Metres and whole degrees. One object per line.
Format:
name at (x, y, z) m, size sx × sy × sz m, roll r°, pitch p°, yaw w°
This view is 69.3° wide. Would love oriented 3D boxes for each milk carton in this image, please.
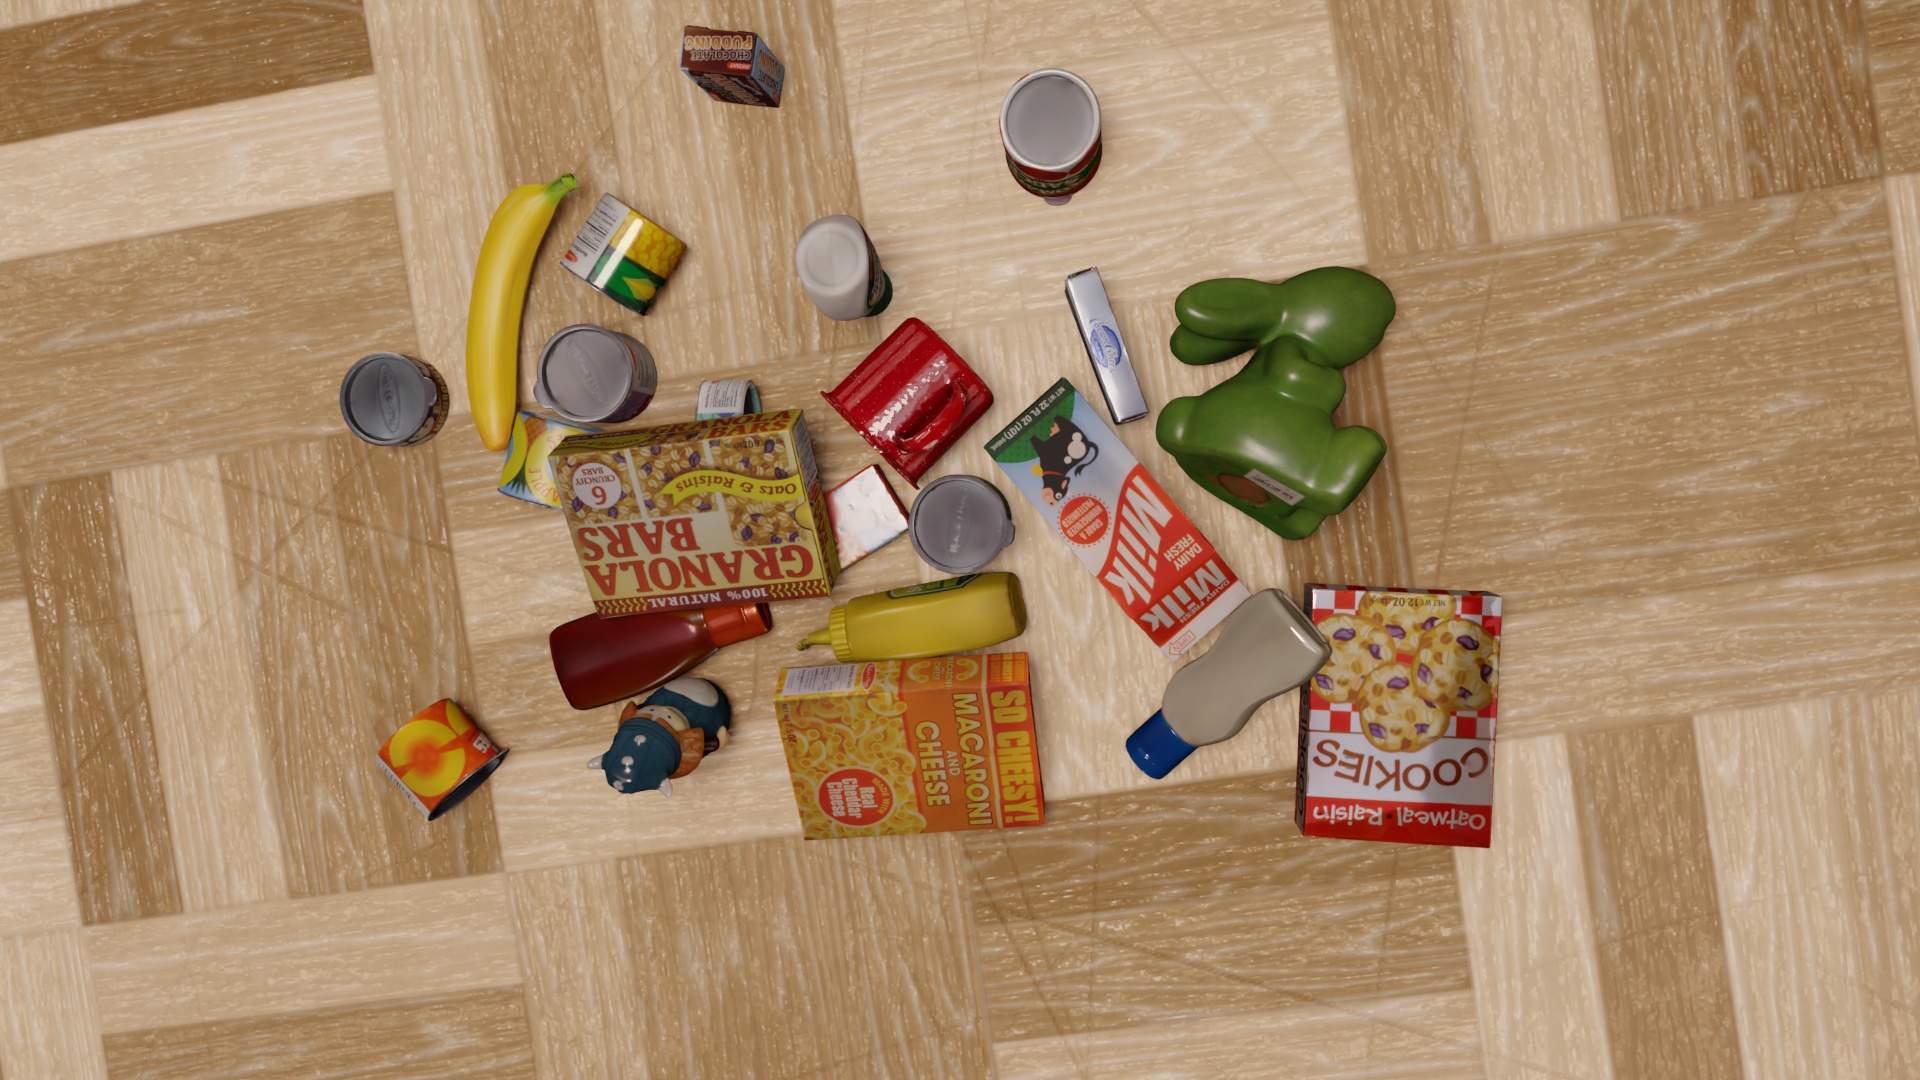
milk carton at (0.105, -0.013, 0.923) m, size 0.072 × 0.073 × 0.190 m, roll -42°, pitch 88°, yaw 6°

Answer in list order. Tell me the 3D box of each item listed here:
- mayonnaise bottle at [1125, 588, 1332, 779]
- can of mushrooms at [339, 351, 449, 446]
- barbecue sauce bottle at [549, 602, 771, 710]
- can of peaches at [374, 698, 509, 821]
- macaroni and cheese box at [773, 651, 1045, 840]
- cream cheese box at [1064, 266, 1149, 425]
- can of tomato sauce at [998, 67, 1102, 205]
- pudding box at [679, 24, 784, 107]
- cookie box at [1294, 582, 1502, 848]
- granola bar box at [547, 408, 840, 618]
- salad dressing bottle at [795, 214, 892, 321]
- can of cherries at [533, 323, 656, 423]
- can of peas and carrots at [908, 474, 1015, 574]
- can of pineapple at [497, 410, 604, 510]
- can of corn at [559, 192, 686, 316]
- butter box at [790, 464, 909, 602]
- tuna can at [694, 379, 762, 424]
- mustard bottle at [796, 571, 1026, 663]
mayonnaise bottle at (0.172, 0.100, 0.921) m, size 0.147 × 0.041 × 0.065 m, roll -46°, pitch 68°, yaw 21°
can of mushrooms at (-0.399, -0.100, 0.987) m, size 0.071 × 0.033 × 0.071 m, roll 0°, pitch 92°, yaw 6°
barbecue sauce bottle at (-0.207, 0.069, 0.970) m, size 0.148 × 0.044 × 0.065 m, roll -18°, pitch 91°, yaw 5°
can of peaches at (-0.364, 0.152, 0.977) m, size 0.071 × 0.071 × 0.058 m, roll -45°, pitch 87°, yaw 6°
macaroni and cheese box at (-0.031, 0.138, 0.934) m, size 0.166 × 0.040 × 0.123 m, roll -5°, pitch 120°, yaw 5°
cream cheese box at (0.097, -0.128, 0.930) m, size 0.024 × 0.053 × 0.103 m, roll -20°, pitch 90°, yaw 4°
can of tomato sauce at (0.060, -0.264, 0.913) m, size 0.071 × 0.083 × 0.071 m, roll 0°, pitch 92°, yaw 5°
pudding box at (-0.152, -0.317, 0.930) m, size 0.050 × 0.084 × 0.030 m, roll 8°, pitch 94°, yaw 5°
cookie box at (0.290, 0.116, 0.927) m, size 0.123 × 0.040 × 0.167 m, roll 2°, pitch 92°, yaw 5°
granola bar box at (-0.174, -0.016, 0.920) m, size 0.165 × 0.039 × 0.123 m, roll -6°, pitch 117°, yaw 9°
salad dressing bottle at (-0.071, -0.170, 0.896) m, size 0.044 × 0.148 × 0.064 m, roll -7°, pitch 92°, yaw 5°
can of cherries at (-0.252, -0.113, 0.960) m, size 0.071 × 0.058 × 0.071 m, roll 0°, pitch 93°, yaw 5°
can of peas and carrots at (0.003, -0.012, 0.940) m, size 0.071 × 0.059 × 0.071 m, roll 0°, pitch 93°, yaw 5°
can of pineapple at (-0.279, -0.054, 0.959) m, size 0.071 × 0.071 × 0.058 m, roll 16°, pitch 94°, yaw 5°
can of corn at (-0.228, -0.195, 0.953) m, size 0.071 × 0.071 × 0.058 m, roll 34°, pitch 95°, yaw 3°
butter box at (-0.089, -0.005, 0.966) m, size 0.103 × 0.024 × 0.053 m, roll -31°, pitch 90°, yaw 6°
tuna can at (-0.157, -0.075, 0.950) m, size 0.033 × 0.071 × 0.071 m, roll -1°, pitch 92°, yaw 4°
mustard bottle at (-0.037, 0.056, 0.945) m, size 0.160 × 0.065 × 0.048 m, roll -10°, pitch 96°, yaw 9°
